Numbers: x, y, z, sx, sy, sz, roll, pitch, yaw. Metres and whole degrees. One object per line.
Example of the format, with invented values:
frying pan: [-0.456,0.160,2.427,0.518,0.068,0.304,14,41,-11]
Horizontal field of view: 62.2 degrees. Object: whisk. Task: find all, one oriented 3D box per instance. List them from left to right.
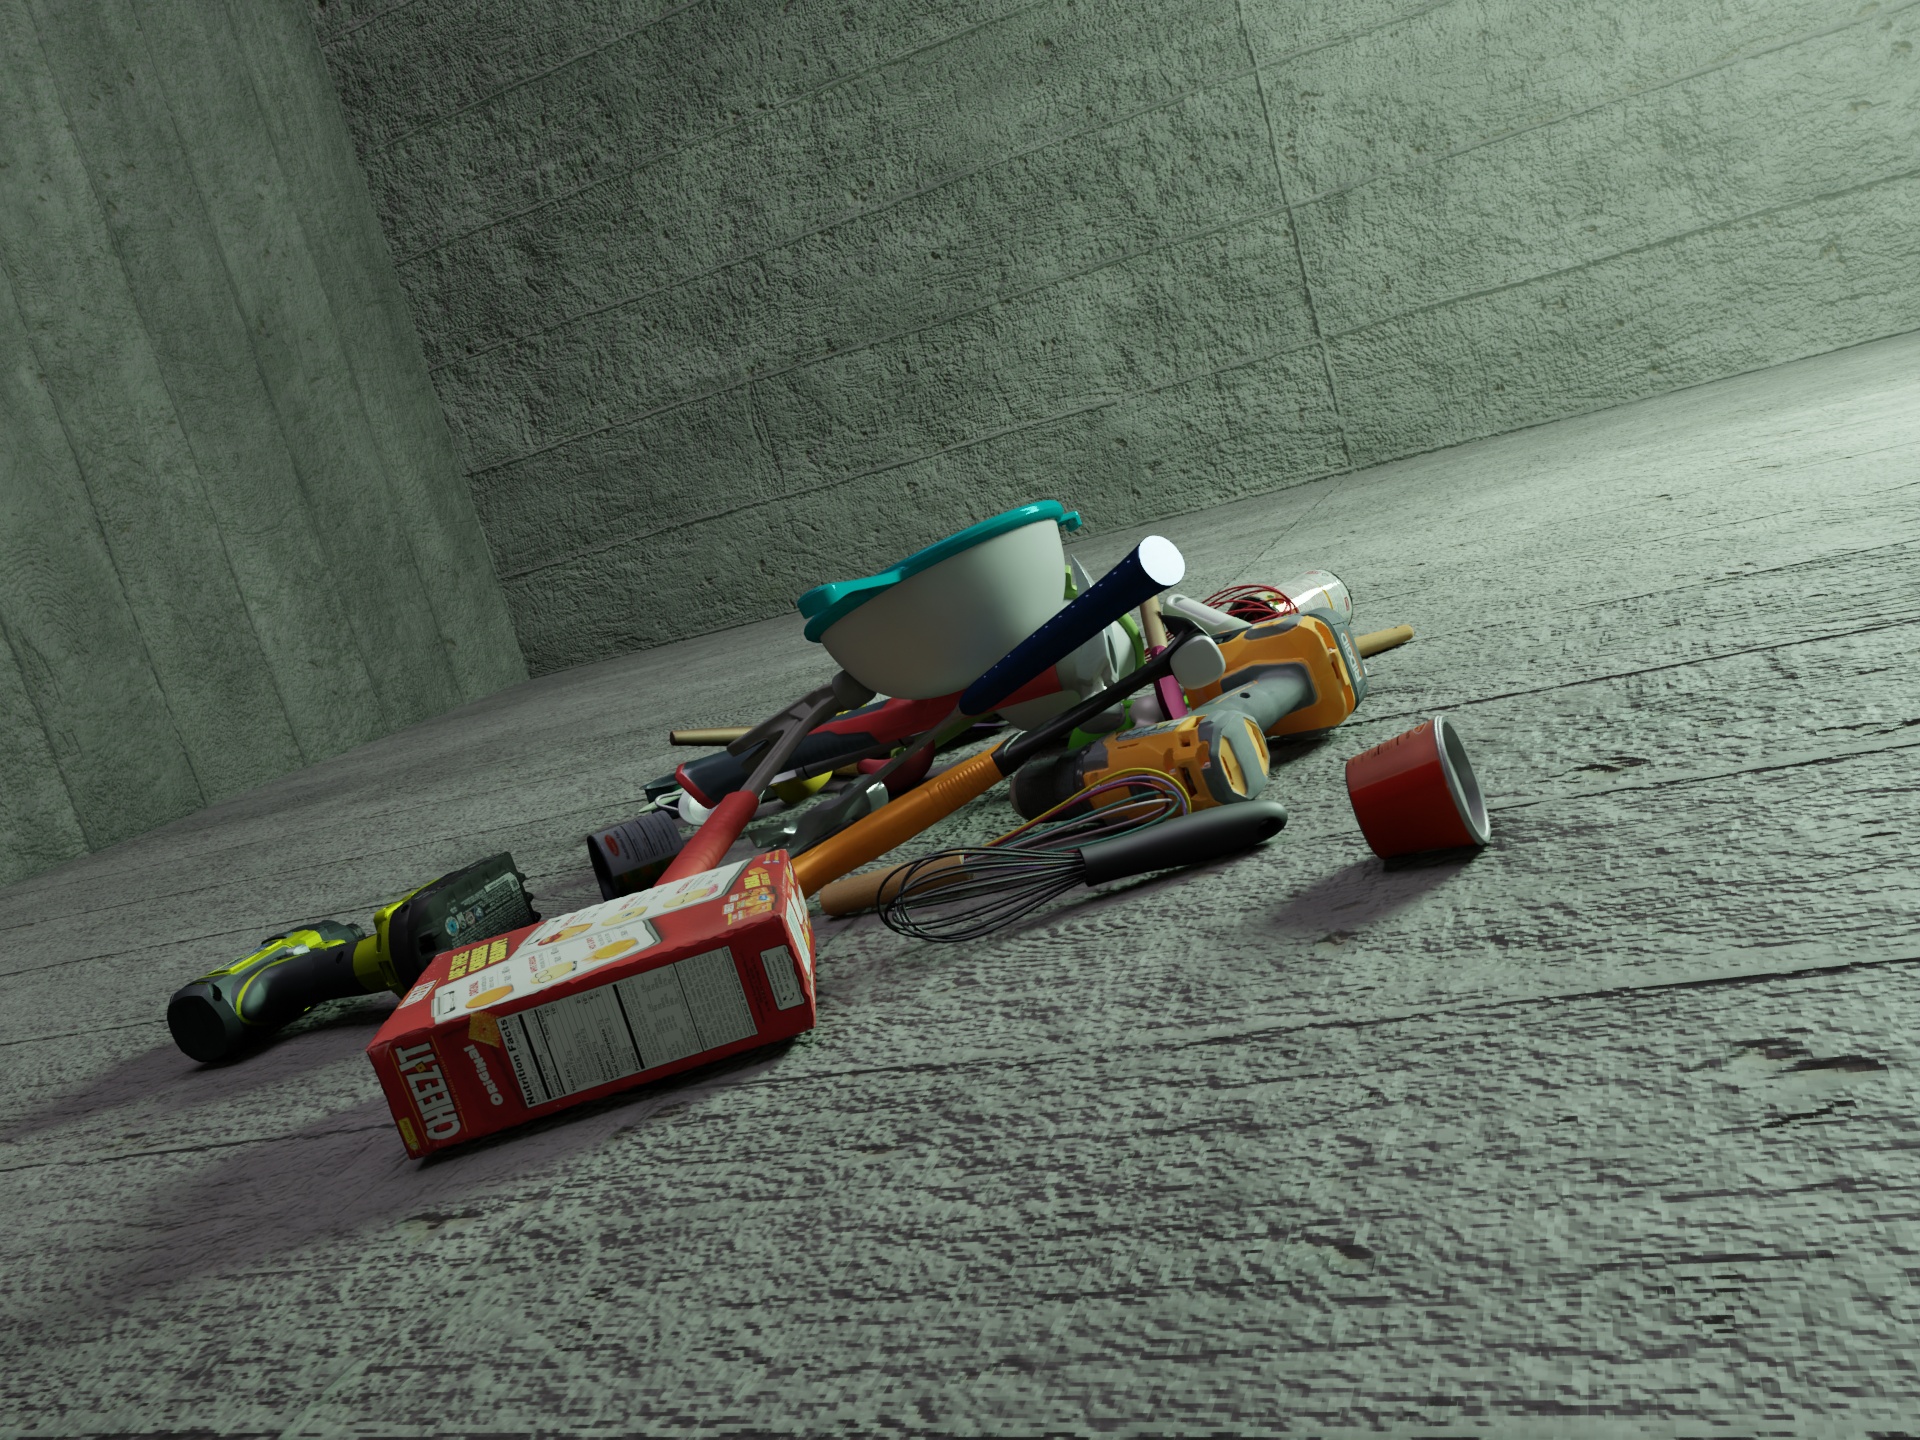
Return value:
whisk: [0.023,0.078,0.969,0.245,0.047,0.051,-17,31,20]
whisk: [0.070,0.079,0.892,0.239,0.055,0.055,-14,9,-6]
whisk: [0.169,-0.054,1.398,0.296,0.073,0.073,-20,5,39]
whisk: [0.228,-0.061,1.236,0.058,0.059,0.247,-24,26,-17]

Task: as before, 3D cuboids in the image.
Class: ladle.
ladle: [-0.099,0.041,1.432,0.069,0.031,0.315,-38,15,-21]

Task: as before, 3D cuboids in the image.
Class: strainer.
strainer: [-0.139,0.046,1.349,0.258,0.050,0.087,-20,34,18]
strainer: [-0.021,-0.063,1.105,0.211,0.095,0.340,-27,0,19]
strainer: [0.038,-0.010,1.344,0.256,0.151,0.069,-32,31,25]

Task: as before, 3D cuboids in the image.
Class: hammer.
hammer: [-0.171,0.076,1.111,0.149,0.036,0.359,-32,15,29]
hammer: [-0.060,-0.014,1.285,0.386,0.143,0.038,-16,-25,19]
hammer: [-0.002,-0.003,1.088,0.144,0.035,0.405,-28,-7,-47]
hammer: [0.014,0.031,1.038,0.337,0.034,0.127,-31,9,4]

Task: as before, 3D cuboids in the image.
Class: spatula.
spatula: [-0.104,0.011,1.403,0.315,0.018,0.060,-2,-4,-29]

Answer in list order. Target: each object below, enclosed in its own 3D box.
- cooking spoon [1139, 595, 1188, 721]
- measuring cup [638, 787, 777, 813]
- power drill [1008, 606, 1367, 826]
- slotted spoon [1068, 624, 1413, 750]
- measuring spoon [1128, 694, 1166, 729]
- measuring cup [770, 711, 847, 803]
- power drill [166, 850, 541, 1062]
cooking spoon: [0.160,-0.064,1.297,0.017,0.068,0.319,-23,23,12]
measuring cup: [-0.215,0.066,1.456,0.167,0.038,0.083,-24,12,-30]
power drill: [0.153,0.007,1.073,0.185,0.084,0.226,-14,14,42]
slotted spoon: [0.232,-0.031,1.304,0.313,0.031,0.070,-17,10,-13]
measuring spoon: [0.135,0.009,1.201,0.034,0.018,0.124,10,28,15]
measuring cup: [-0.125,0.029,1.449,0.062,0.029,0.156,-29,13,28]
power drill: [-0.415,0.164,1.120,0.223,0.080,0.171,-16,9,20]
